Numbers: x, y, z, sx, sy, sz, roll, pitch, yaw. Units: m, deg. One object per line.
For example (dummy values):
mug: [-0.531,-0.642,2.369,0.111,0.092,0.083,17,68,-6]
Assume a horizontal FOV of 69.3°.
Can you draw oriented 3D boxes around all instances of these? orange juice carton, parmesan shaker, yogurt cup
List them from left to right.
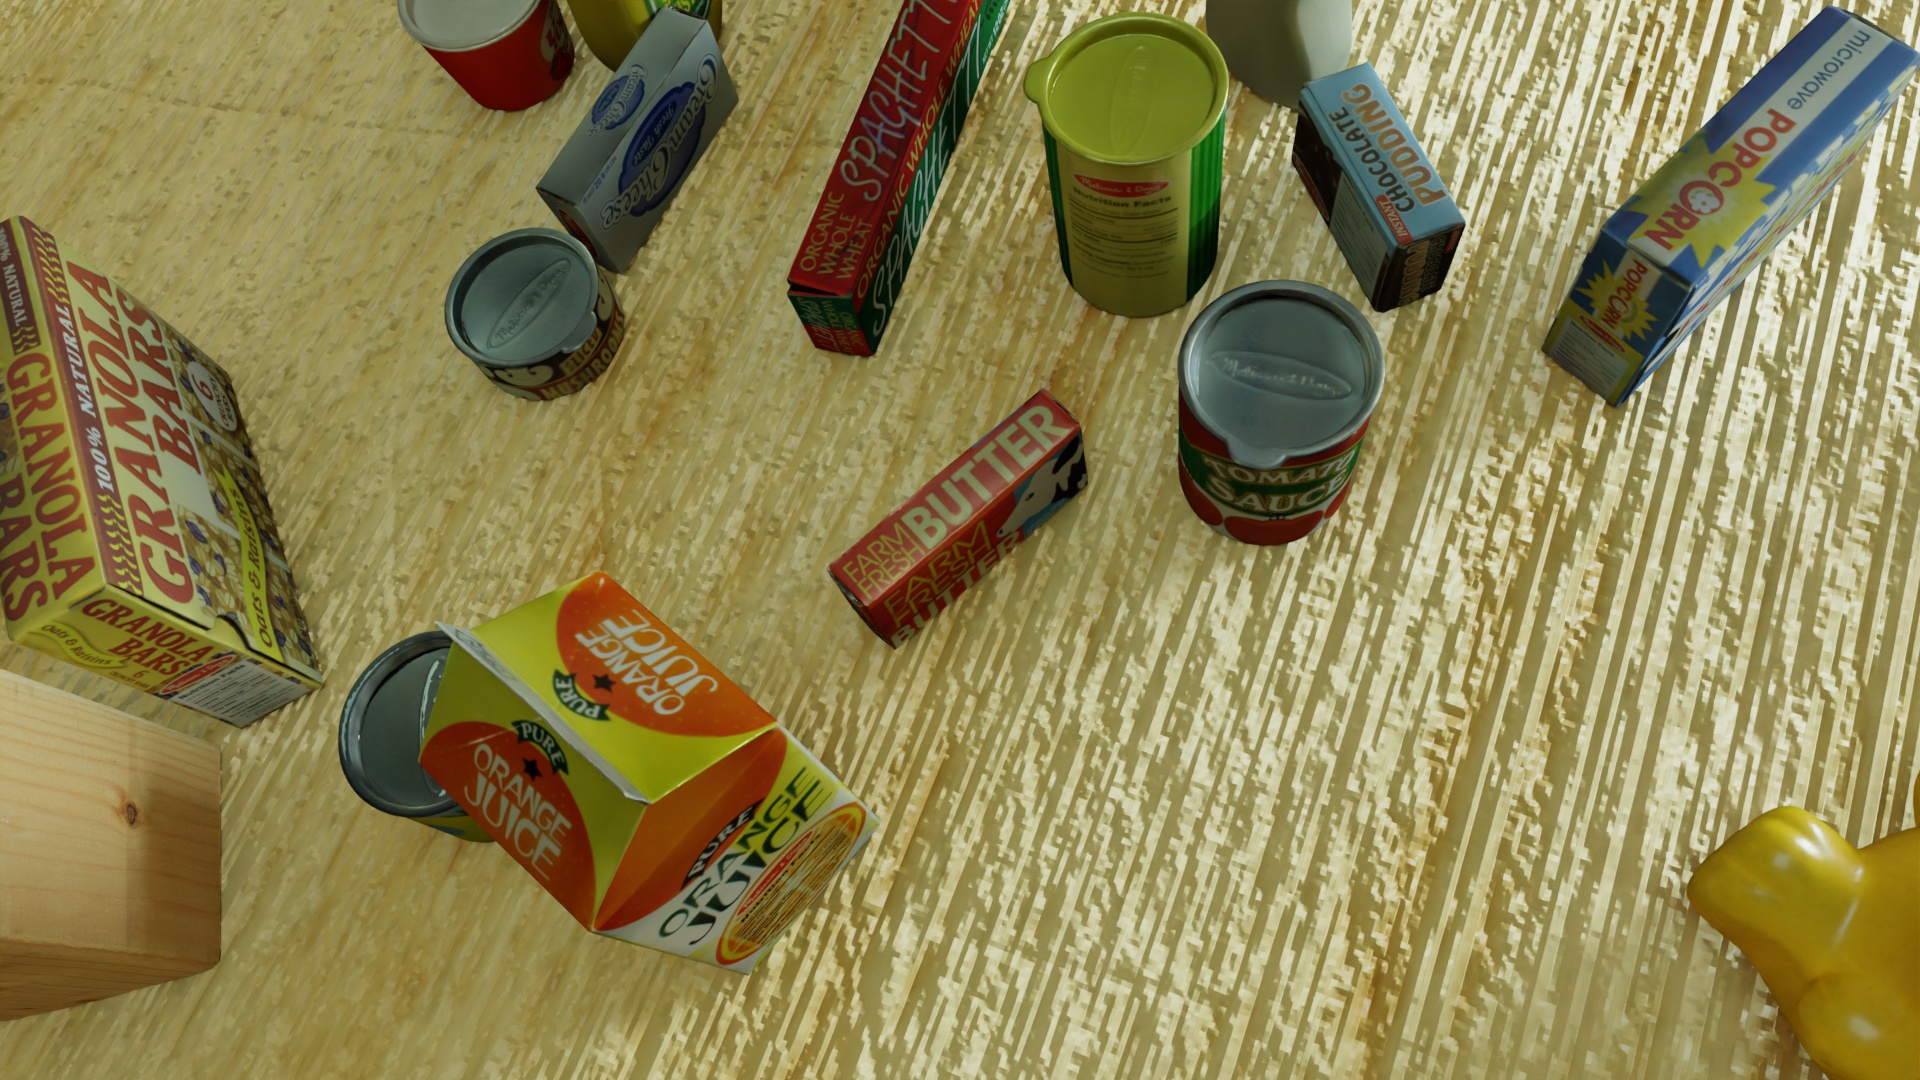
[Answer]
yogurt cup: [-0.212,-0.234,0.632,0.072,0.053,0.072,-3,68,7]
orange juice carton: [-0.089,0.073,0.416,0.072,0.192,0.073,37,78,20]
parmesan shaker: [0.064,-0.140,0.528,0.071,0.102,0.071,-3,68,7]

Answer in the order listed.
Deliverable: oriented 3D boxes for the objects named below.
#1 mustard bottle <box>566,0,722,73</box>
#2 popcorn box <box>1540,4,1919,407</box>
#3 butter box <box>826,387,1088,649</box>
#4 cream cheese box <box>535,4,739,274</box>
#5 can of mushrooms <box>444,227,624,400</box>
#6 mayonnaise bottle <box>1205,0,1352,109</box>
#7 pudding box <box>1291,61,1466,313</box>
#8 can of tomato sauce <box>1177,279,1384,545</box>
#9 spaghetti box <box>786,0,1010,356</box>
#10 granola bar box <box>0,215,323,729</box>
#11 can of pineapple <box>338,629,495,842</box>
mustard bottle: [-0.145,-0.258,0.575,0.049,0.159,0.065,19,73,15]
popcorn box: [0.273,-0.118,0.499,0.127,0.085,0.038,-43,69,-9]
butter box: [0.002,-0.006,0.511,0.103,0.053,0.024,-40,69,-8]
cream cheese box: [-0.136,-0.171,0.596,0.024,0.053,0.104,24,74,16]
can of mushrooms: [-0.176,-0.093,0.581,0.071,0.033,0.071,-3,68,7]
mayonnaise bottle: [0.125,-0.234,0.533,0.041,0.147,0.065,-40,69,-8]
pudding box: [0.161,-0.138,0.543,0.030,0.049,0.084,-21,67,0]
can of tomato sauce: [0.110,-0.041,0.493,0.071,0.083,0.071,-3,68,7]
spaghetti box: [-0.014,-0.196,0.591,0.029,0.050,0.251,14,71,13]
granola bar box: [-0.310,-0.022,0.523,0.039,0.124,0.166,-27,67,-3]
can of pineapple: [-0.177,0.072,0.502,0.071,0.057,0.071,-3,68,7]
